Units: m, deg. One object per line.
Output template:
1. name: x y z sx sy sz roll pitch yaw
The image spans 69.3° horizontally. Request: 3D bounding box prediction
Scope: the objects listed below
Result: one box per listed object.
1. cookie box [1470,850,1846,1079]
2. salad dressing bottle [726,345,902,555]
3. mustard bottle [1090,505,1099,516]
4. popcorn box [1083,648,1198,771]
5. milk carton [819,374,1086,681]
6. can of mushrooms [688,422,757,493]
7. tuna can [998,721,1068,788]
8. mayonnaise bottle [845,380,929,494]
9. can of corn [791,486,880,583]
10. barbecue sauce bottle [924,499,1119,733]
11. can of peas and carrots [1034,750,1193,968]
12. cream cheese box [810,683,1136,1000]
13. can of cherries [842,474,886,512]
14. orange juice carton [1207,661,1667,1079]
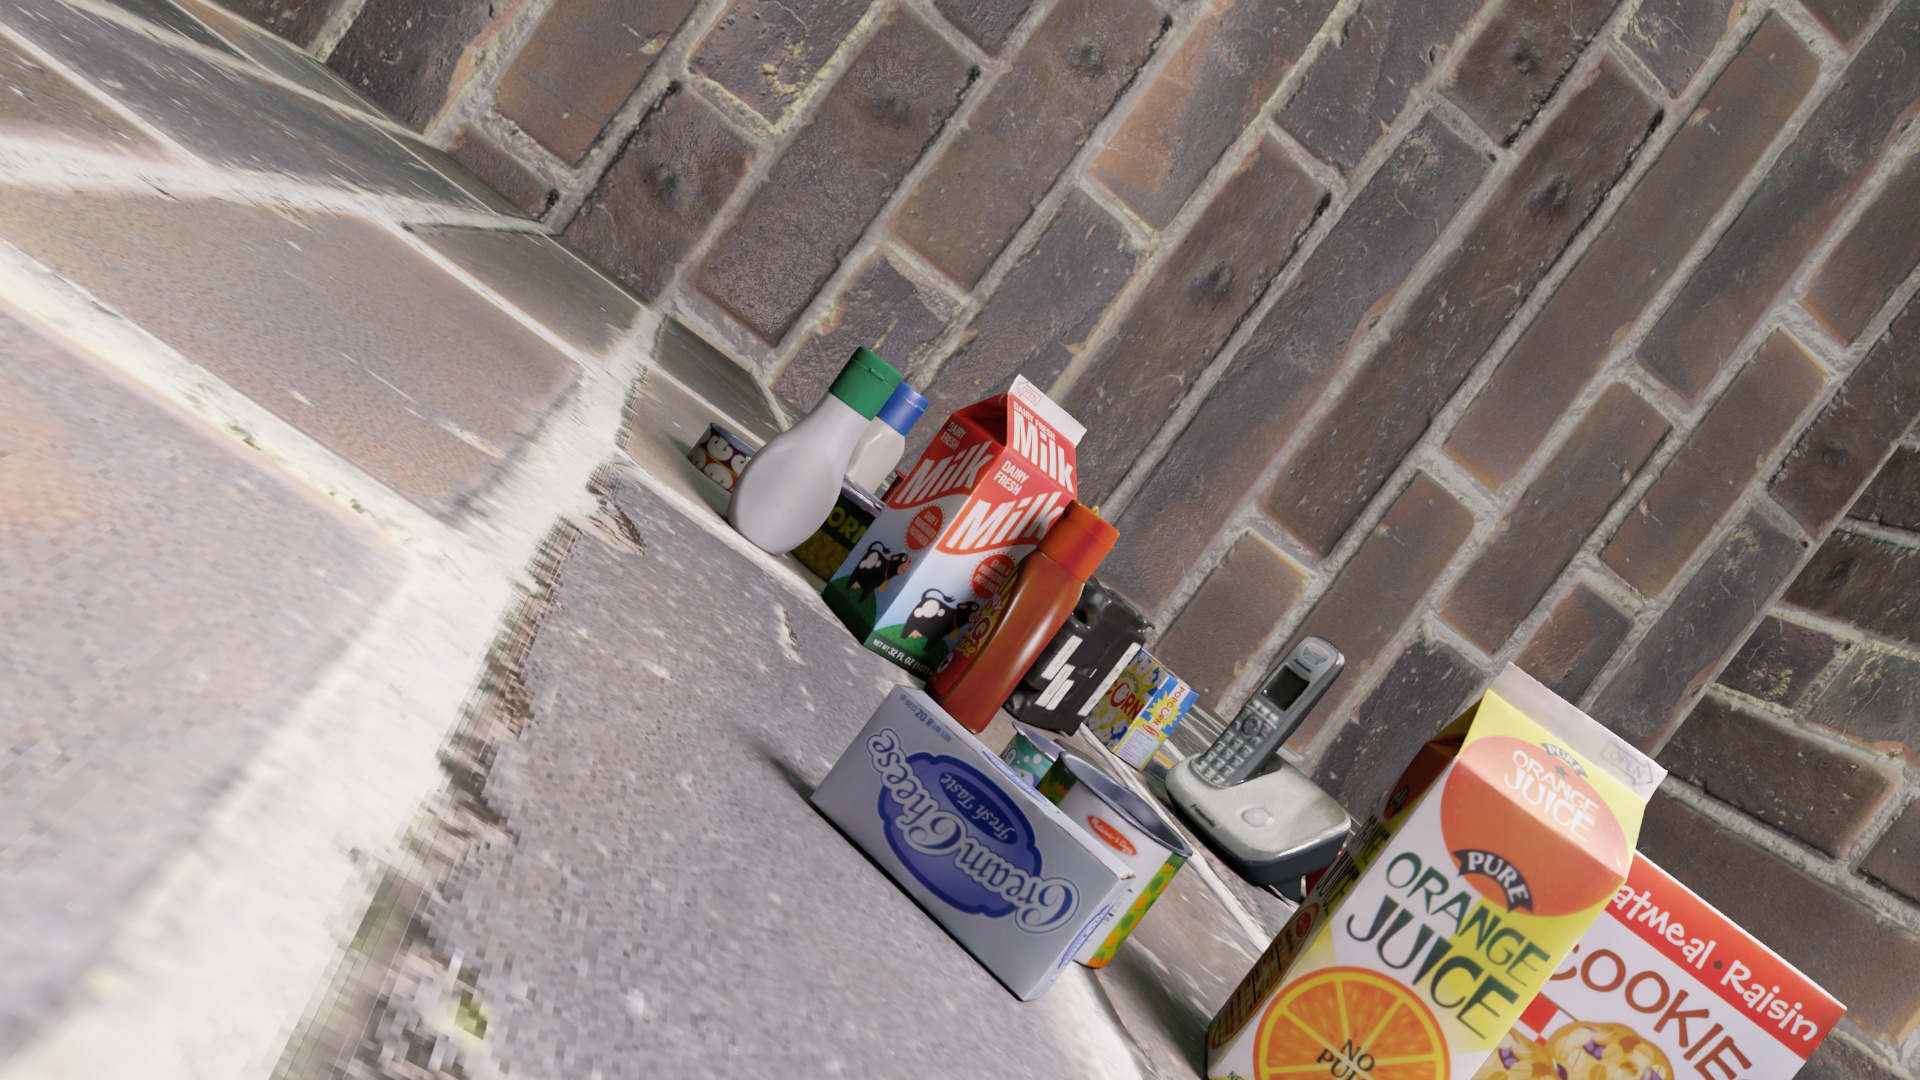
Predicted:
1. cookie box: 0.269 0.221 0.595 0.123 0.167 0.040 37 2 0
2. salad dressing bottle: -0.095 -0.060 0.925 0.064 0.147 0.044 36 2 -14
3. mustard bottle: 0.068 0.040 1.129 0.065 0.160 0.049 38 3 25
4. popcorn box: 0.149 0.140 1.243 0.038 0.085 0.127 36 3 -23
5. milk carton: 0.003 -0.011 0.885 0.072 0.190 0.073 35 3 -37
6. can of mushrooms: -0.174 -0.058 1.079 0.071 0.033 0.071 37 3 -2
7. tuna can: 0.047 0.130 0.739 0.071 0.033 0.071 37 3 -2
8. mayonnaise bottle: -0.085 -0.071 1.201 0.041 0.148 0.064 38 3 32
9. can of corn: -0.081 0.001 0.999 0.071 0.058 0.071 37 3 -2
10. barbecue sauce bottle: 0.038 0.044 0.840 0.043 0.148 0.065 36 3 -11
11. can of peas and carrots: 0.050 0.128 0.560 0.071 0.058 0.071 37 3 -2
12. cream cheese box: 0.003 0.102 0.475 0.104 0.053 0.024 38 3 22
13. can of cherries: -0.097 -0.019 1.115 0.071 0.058 0.071 37 3 -2
14. orange juice carton: 0.179 0.142 0.526 0.072 0.192 0.073 37 2 10
